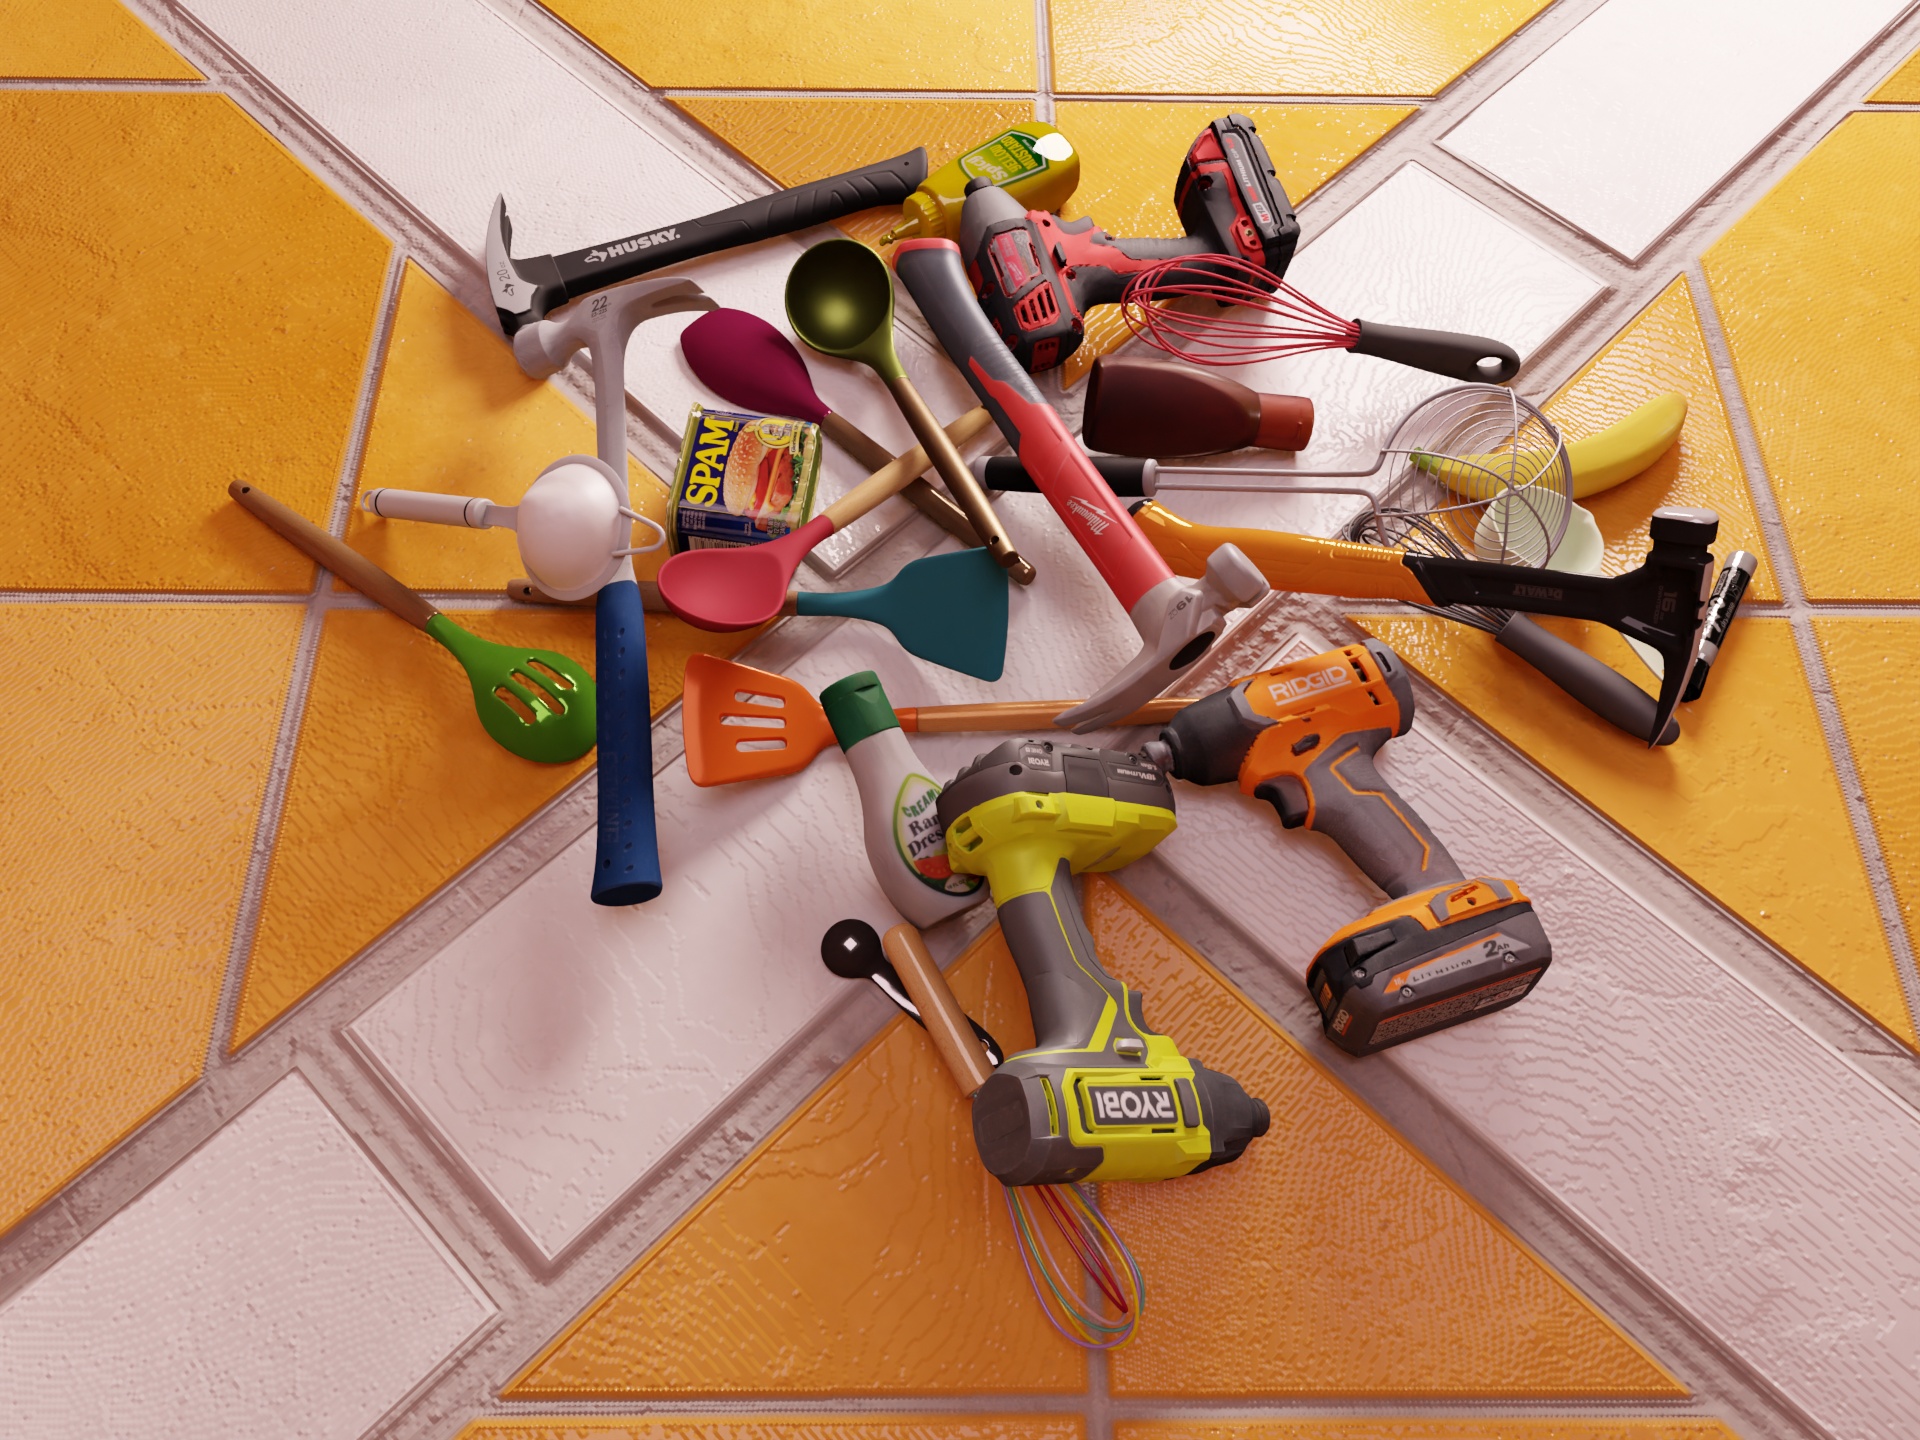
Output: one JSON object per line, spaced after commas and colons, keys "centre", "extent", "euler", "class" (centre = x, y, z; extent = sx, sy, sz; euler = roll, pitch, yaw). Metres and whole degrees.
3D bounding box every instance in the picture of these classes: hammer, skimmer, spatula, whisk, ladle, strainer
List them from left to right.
{"centre": [-0.288, -0.124, 0.967], "extent": [0.258, 0.050, 0.087], "euler": [10, 92, 34], "class": "strainer"}
{"centre": [-0.201, -0.090, 0.950], "extent": [0.144, 0.035, 0.406], "euler": [-18, 65, 22], "class": "hammer"}
{"centre": [-0.176, -0.356, 1.146], "extent": [0.334, 0.035, 0.146], "euler": [-21, 64, -12], "class": "hammer"}
{"centre": [-0.128, -0.074, 0.983], "extent": [0.317, 0.044, 0.082], "euler": [3, 101, 4], "class": "spatula"}
{"centre": [-0.068, -0.134, 0.985], "extent": [0.069, 0.031, 0.315], "euler": [37, 49, 15], "class": "ladle"}
{"centre": [-0.036, -0.205, 1.013], "extent": [0.078, 0.062, 0.321], "euler": [-39, 49, 13], "class": "ladle"}
{"centre": [-0.002, -0.003, 0.950], "extent": [0.322, 0.041, 0.081], "euler": [-2, 76, -4], "class": "spatula"}
{"centre": [0.025, 0.209, 0.826], "extent": [0.051, 0.047, 0.245], "euler": [-22, 65, -21], "class": "whisk"}
{"centre": [0.037, -0.169, 1.000], "extent": [0.143, 0.038, 0.387], "euler": [-41, 56, 17], "class": "hammer"}
{"centre": [0.186, -0.147, 0.994], "extent": [0.363, 0.090, 0.127], "euler": [6, 96, 27], "class": "skimmer"}
{"centre": [0.245, -0.260, 1.062], "extent": [0.295, 0.073, 0.073], "euler": [6, 60, -16], "class": "whisk"}
{"centre": [0.242, -0.076, 0.910], "extent": [0.337, 0.127, 0.034], "euler": [12, 21, 28], "class": "hammer"}
{"centre": [0.340, -0.058, 0.988], "extent": [0.239, 0.055, 0.055], "euler": [37, 66, 12], "class": "whisk"}

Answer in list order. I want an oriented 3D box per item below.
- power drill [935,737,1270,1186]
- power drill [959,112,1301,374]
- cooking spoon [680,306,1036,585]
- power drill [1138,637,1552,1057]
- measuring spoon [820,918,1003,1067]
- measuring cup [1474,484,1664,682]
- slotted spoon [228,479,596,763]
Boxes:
{"centre": [0.074, 0.130, 0.840], "extent": [0.171, 0.080, 0.223], "euler": [8, 57, -33], "class": "power drill"}
{"centre": [0.110, -0.336, 1.107], "extent": [0.219, 0.078, 0.143], "euler": [-18, 76, -8], "class": "power drill"}
{"centre": [-0.070, -0.187, 1.063], "extent": [0.319, 0.017, 0.069], "euler": [40, 68, 19], "class": "cooking spoon"}
{"centre": [0.208, 0.067, 0.896], "extent": [0.164, 0.084, 0.227], "euler": [-16, 58, -9], "class": "power drill"}
{"centre": [-0.026, 0.150, 0.877], "extent": [0.124, 0.018, 0.034], "euler": [35, 66, 16], "class": "measuring spoon"}
{"centre": [0.387, -0.075, 0.995], "extent": [0.083, 0.038, 0.168], "euler": [-20, 65, -27], "class": "measuring cup"}
{"centre": [-0.348, -0.072, 0.990], "extent": [0.314, 0.031, 0.070], "euler": [32, 62, 17], "class": "slotted spoon"}
